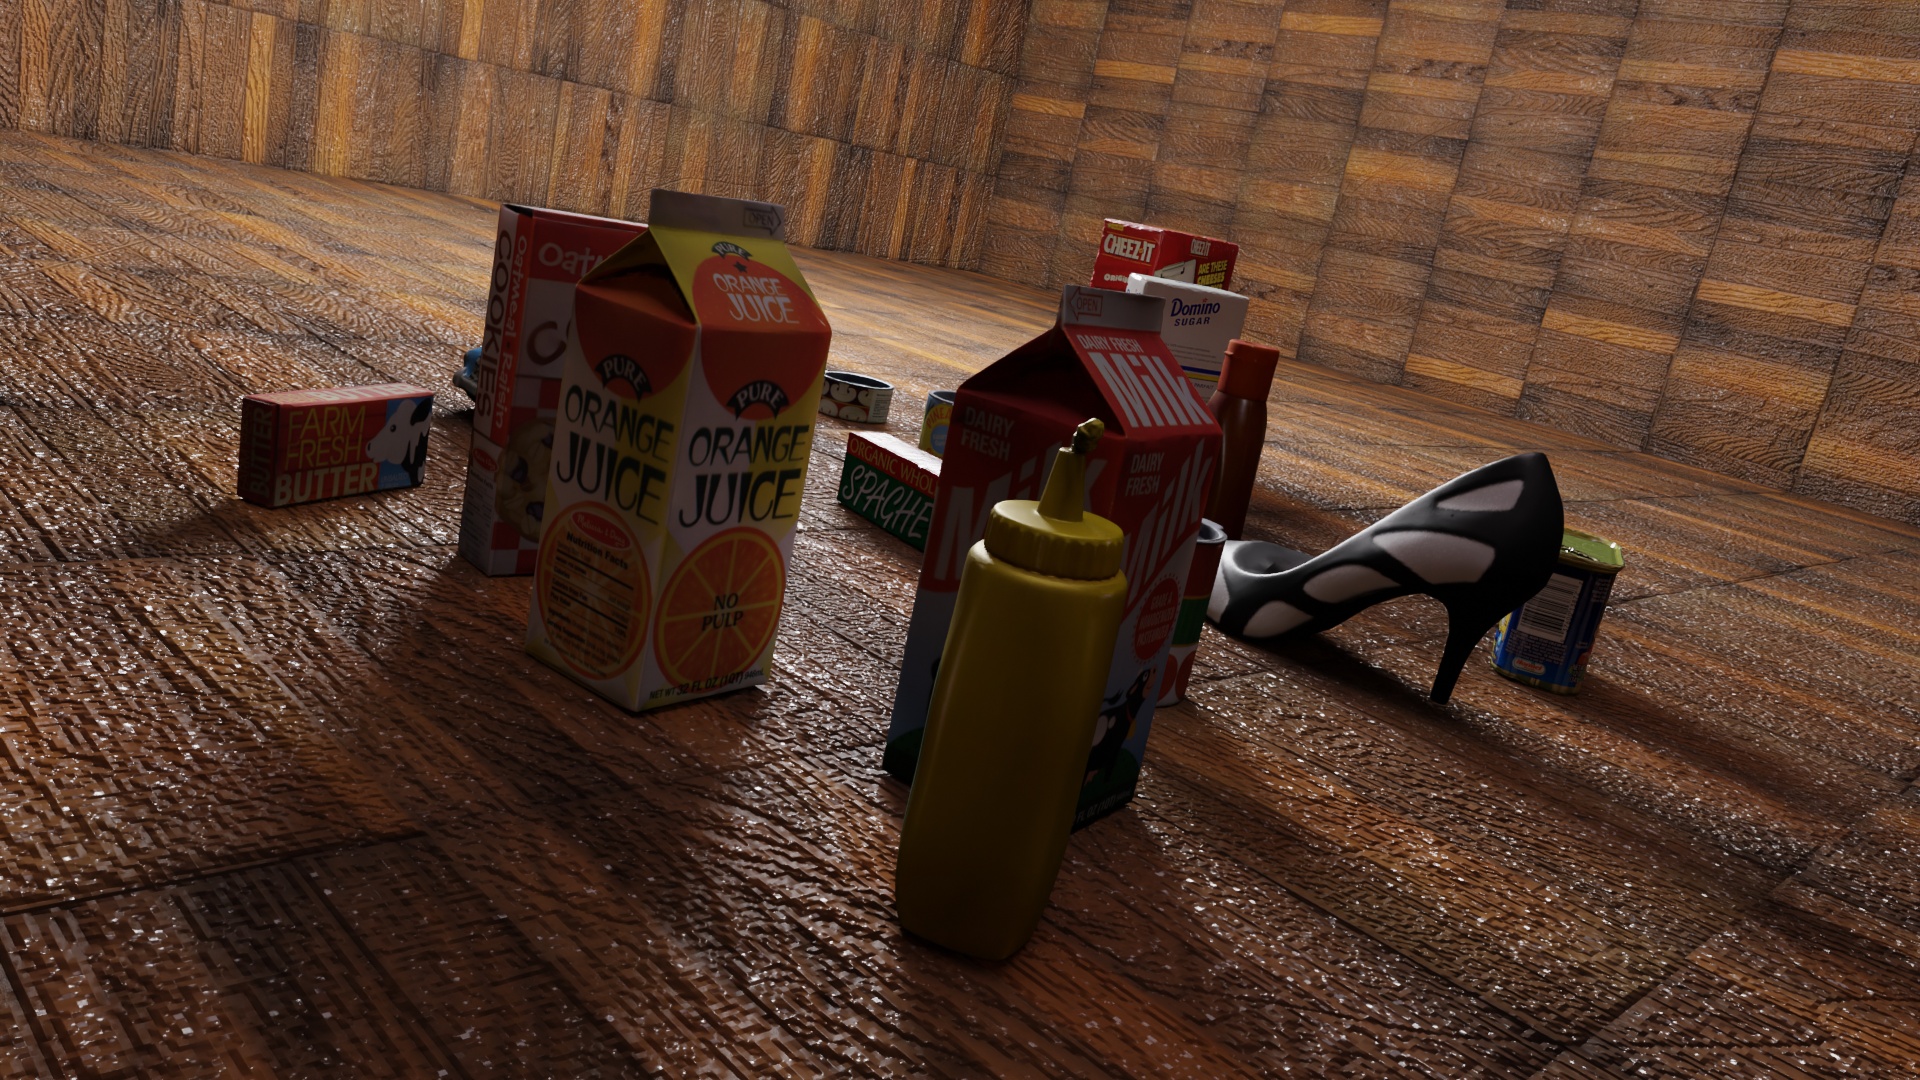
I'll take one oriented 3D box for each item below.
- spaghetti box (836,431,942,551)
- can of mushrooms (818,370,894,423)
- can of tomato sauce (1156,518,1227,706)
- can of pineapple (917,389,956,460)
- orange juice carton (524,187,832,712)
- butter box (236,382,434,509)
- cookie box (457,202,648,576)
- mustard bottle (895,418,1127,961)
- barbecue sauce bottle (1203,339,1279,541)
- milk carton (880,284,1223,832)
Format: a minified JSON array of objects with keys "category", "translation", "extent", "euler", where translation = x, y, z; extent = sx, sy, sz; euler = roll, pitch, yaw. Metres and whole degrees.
[{"category":"spaghetti box","translation":[0.003,-0.010,0.817],"extent":[0.029,0.050,0.250],"euler":[1,18,-37]},{"category":"can of mushrooms","translation":[-0.096,-0.127,1.225],"extent":[0.071,0.033,0.071],"euler":[11,14,-3]},{"category":"can of tomato sauce","translation":[0.086,0.029,0.666],"extent":[0.071,0.083,0.071],"euler":[11,14,-3]},{"category":"can of pineapple","translation":[0.001,-0.081,1.076],"extent":[0.071,0.057,0.071],"euler":[11,14,-3]},{"category":"orange juice carton","translation":[-0.108,-0.038,0.542],"extent":[0.073,0.192,0.072],"euler":[21,16,33]},{"category":"butter box","translation":[-0.314,-0.050,0.703],"extent":[0.024,0.053,0.104],"euler":[17,15,20]},{"category":"cookie box","translation":[-0.165,-0.069,0.666],"extent":[0.123,0.167,0.040],"euler":[-1,19,-43]},{"category":"mustard bottle","translation":[0.018,0.040,0.409],"extent":[0.049,0.159,0.065],"euler":[15,14,11]},{"category":"barbecue sauce bottle","translation":[0.194,-0.069,1.004],"extent":[0.044,0.148,0.065],"euler":[8,14,-16]},{"category":"milk carton","translation":[0.036,0.004,0.502],"extent":[0.073,0.190,0.072],"euler":[21,16,33]}]
